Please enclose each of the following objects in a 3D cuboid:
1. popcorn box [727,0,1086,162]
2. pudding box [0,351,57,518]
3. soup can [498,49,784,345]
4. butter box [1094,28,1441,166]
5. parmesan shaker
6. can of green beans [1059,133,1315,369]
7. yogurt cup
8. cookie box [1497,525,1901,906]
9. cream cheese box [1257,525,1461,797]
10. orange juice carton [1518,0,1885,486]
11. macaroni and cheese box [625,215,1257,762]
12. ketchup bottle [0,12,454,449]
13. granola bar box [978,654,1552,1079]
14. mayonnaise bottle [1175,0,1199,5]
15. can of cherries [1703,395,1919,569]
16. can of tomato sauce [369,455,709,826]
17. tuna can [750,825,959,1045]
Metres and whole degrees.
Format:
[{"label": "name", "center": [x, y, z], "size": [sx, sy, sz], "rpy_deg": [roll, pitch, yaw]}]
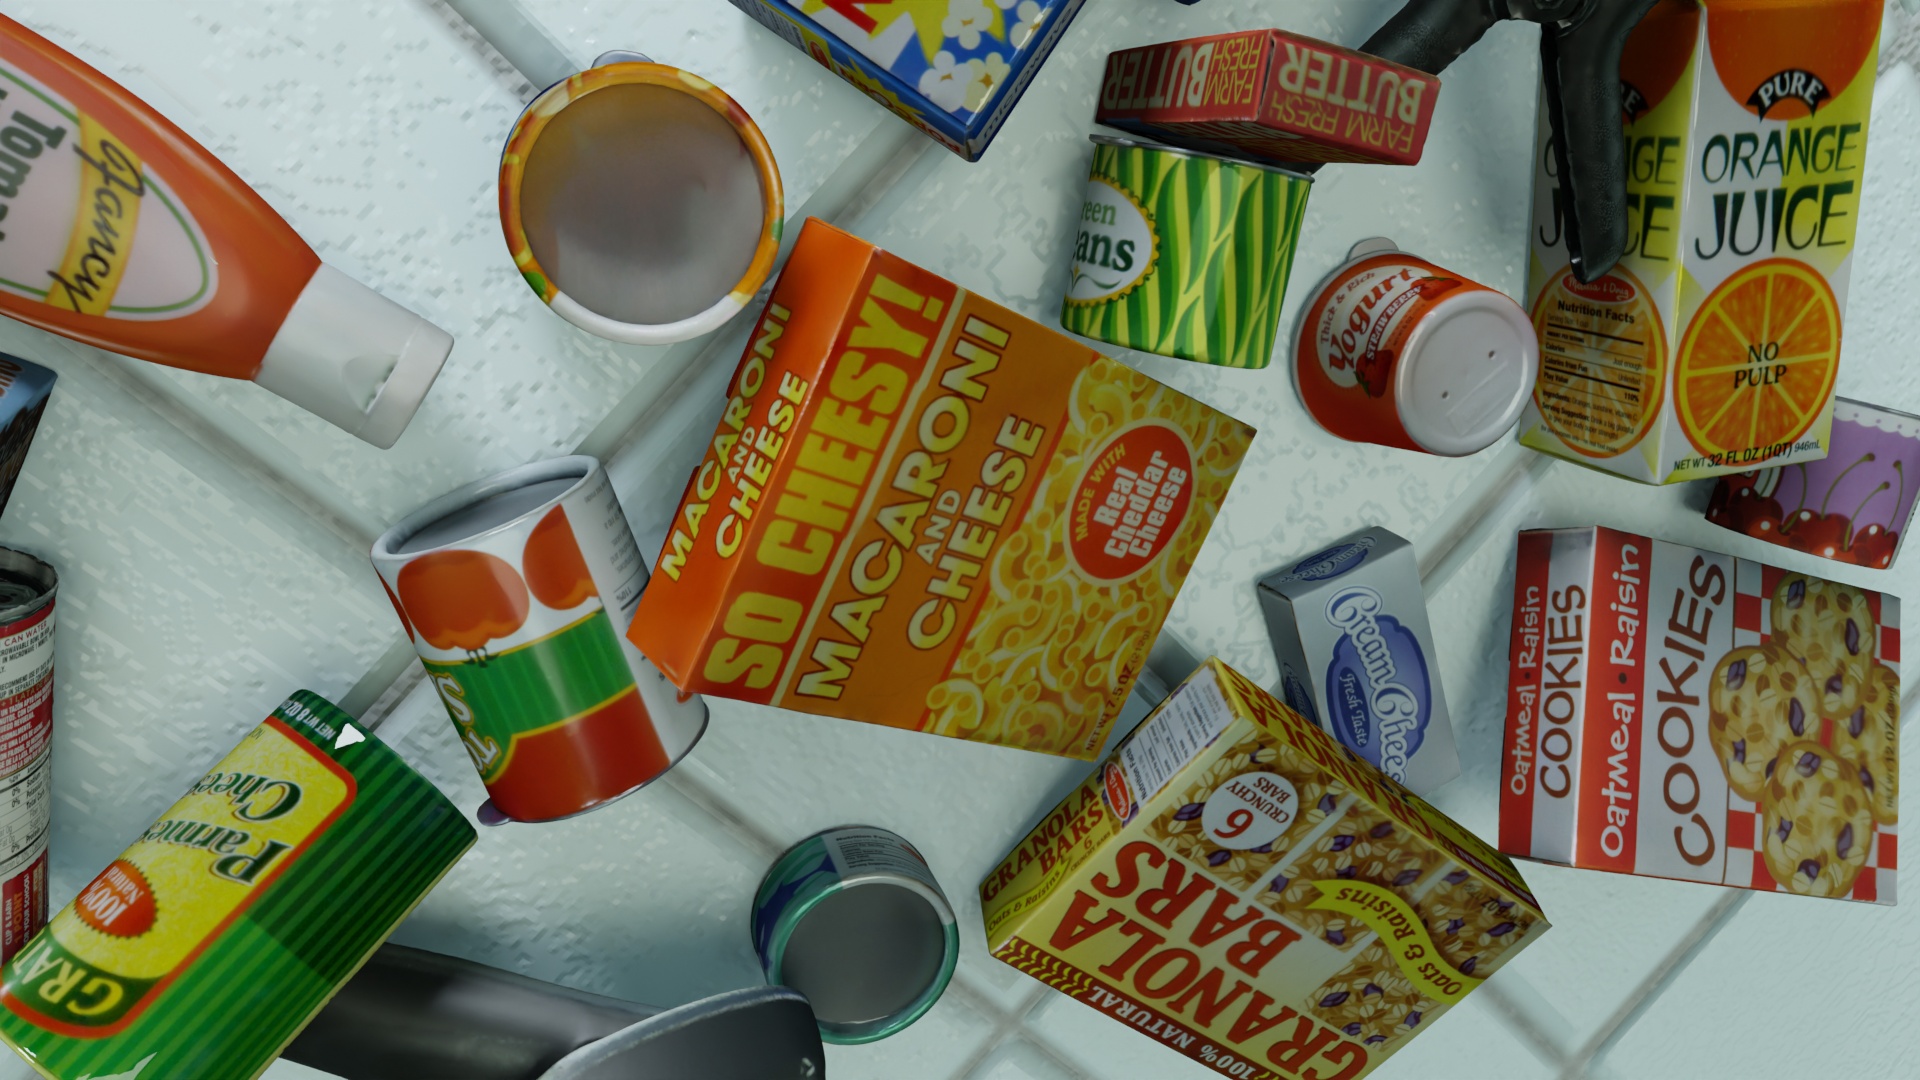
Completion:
[{"label": "popcorn box", "center": [0.003, -0.178, 0.369], "size": [0.085, 0.038, 0.126], "rpy_deg": [35, 93, 4]}, {"label": "pudding box", "center": [-0.246, -0.016, 0.326], "size": [0.030, 0.084, 0.049], "rpy_deg": [22, 98, -26]}, {"label": "soup can", "center": [-0.085, -0.091, 0.358], "size": [0.071, 0.084, 0.071], "rpy_deg": [-5, 107, -17]}, {"label": "butter box", "center": [0.083, -0.124, 0.394], "size": [0.053, 0.104, 0.024], "rpy_deg": [8, 103, -20]}, {"label": "parmesan shaker", "center": [-0.192, 0.098, 0.371], "size": [0.071, 0.071, 0.103], "rpy_deg": [52, 60, -24]}, {"label": "can of green beans", "center": [0.067, -0.087, 0.420], "size": [0.071, 0.071, 0.057], "rpy_deg": [6, 105, -20]}, {"label": "yogurt cup", "center": [0.153, -0.060, 0.464], "size": [0.072, 0.054, 0.072], "rpy_deg": [-6, 109, -17]}, {"label": "cookie box", "center": [0.286, 0.069, 0.534], "size": [0.167, 0.040, 0.123], "rpy_deg": [11, 80, -21]}, {"label": "cream cheese box", "center": [0.148, 0.051, 0.511], "size": [0.053, 0.024, 0.103], "rpy_deg": [-25, 112, -12]}, {"label": "orange juice carton", "center": [0.244, -0.121, 0.466], "size": [0.072, 0.073, 0.192], "rpy_deg": [-8, 108, -15]}, {"label": "macaroni and cheese box", "center": [0.001, -0.005, 0.408], "size": [0.166, 0.040, 0.123], "rpy_deg": [17, 100, -43]}, {"label": "ketchup bottle", "center": [-0.203, -0.074, 0.345], "size": [0.148, 0.043, 0.064], "rpy_deg": [30, 95, -24]}, {"label": "granola bar box", "center": [0.108, 0.130, 0.498], "size": [0.165, 0.039, 0.124], "rpy_deg": [34, 109, -24]}, {"label": "mayonnaise bottle", "center": [0.117, -0.214, 0.404], "size": [0.148, 0.064, 0.041], "rpy_deg": [-36, 77, -2]}, {"label": "can of cherries", "center": [0.323, -0.026, 0.526], "size": [0.071, 0.071, 0.058], "rpy_deg": [8, 104, -21]}, {"label": "can of tomato sauce", "center": [-0.119, 0.027, 0.391], "size": [0.071, 0.071, 0.082], "rpy_deg": [-22, 111, -11]}, {"label": "tuna can", "center": [-0.037, 0.135, 0.469], "size": [0.071, 0.033, 0.071], "rpy_deg": [-5, 107, -17]}]
